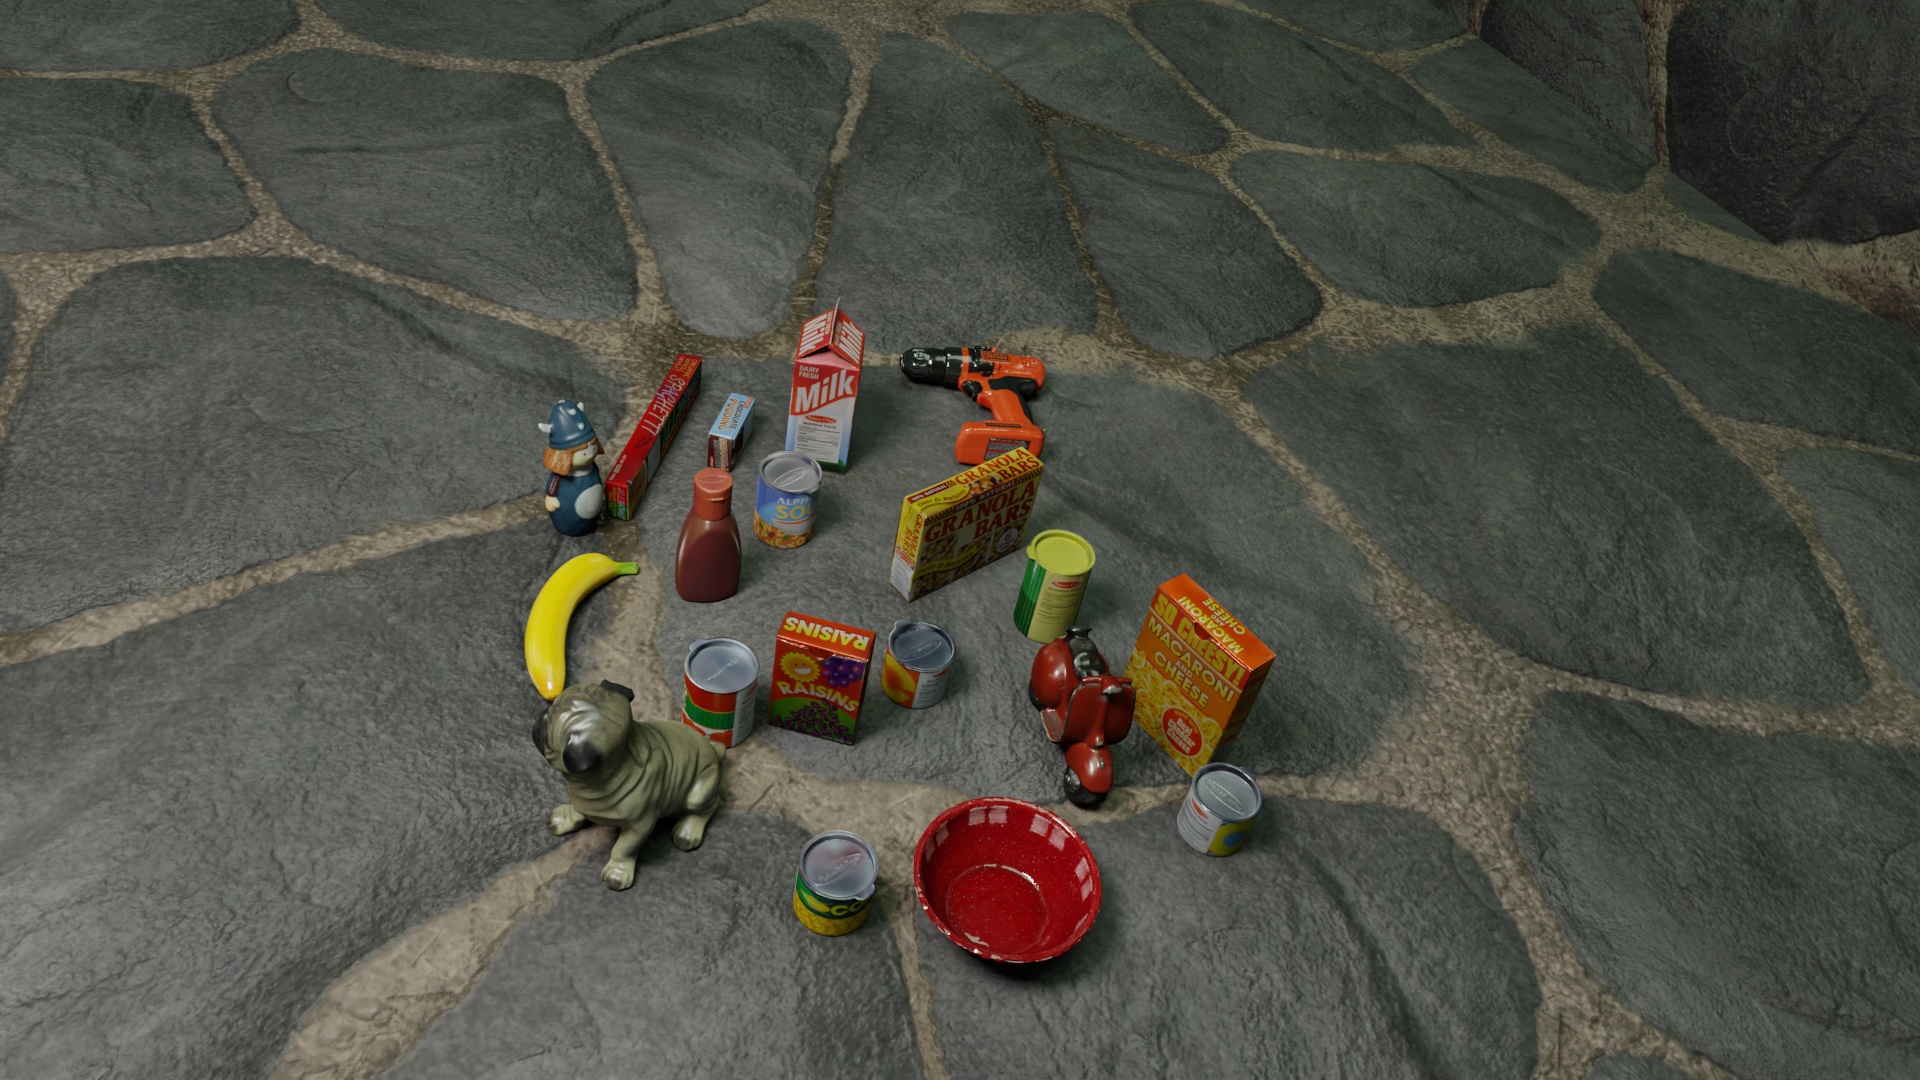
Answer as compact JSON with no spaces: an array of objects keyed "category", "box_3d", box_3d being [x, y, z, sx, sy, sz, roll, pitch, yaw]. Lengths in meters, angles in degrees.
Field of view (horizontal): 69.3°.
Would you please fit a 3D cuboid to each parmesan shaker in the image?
[{"category":"parmesan shaker","box_3d":[0.092,0.048,1.430,0.071,0.102,0.072,7,42,-6]}]

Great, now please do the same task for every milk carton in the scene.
[{"category":"milk carton","box_3d":[-0.149,-0.172,1.544,0.073,0.189,0.073,8,42,-5]}]

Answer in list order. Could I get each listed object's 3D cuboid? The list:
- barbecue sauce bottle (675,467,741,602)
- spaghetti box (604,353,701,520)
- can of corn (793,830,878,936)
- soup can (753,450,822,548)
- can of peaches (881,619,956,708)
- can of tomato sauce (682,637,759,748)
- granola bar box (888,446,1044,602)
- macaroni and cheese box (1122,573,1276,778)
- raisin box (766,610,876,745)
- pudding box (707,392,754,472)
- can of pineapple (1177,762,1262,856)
[{"category":"barbecue sauce bottle","box_3d":[-0.247,-0.004,1.369,0.065,0.147,0.044,-6,45,-20]},{"category":"spaghetti box","box_3d":[-0.338,-0.120,1.545,0.029,0.049,0.251,14,42,1]},{"category":"can of corn","box_3d":[-0.103,0.287,1.155,0.071,0.058,0.071,7,42,-6]},{"category":"soup can","box_3d":[-0.182,-0.041,1.473,0.071,0.083,0.072,7,42,-6]},{"category":"can of peaches","box_3d":[-0.043,0.120,1.352,0.071,0.057,0.071,7,42,-6]},{"category":"can of tomato sauce","box_3d":[-0.221,0.139,1.267,0.071,0.082,0.071,7,42,-6]},{"category":"granola bar box","box_3d":[0.005,-0.018,1.465,0.166,0.123,0.039,-25,54,-34]},{"category":"macaroni and cheese box","box_3d":[0.220,0.133,1.323,0.040,0.165,0.124,-23,53,-33]},{"category":"raisin box","box_3d":[-0.129,0.127,1.274,0.086,0.122,0.040,15,42,2]},{"category":"pudding box","box_3d":[-0.258,-0.123,1.568,0.030,0.049,0.084,14,42,2]},{"category":"can of pineapple","box_3d":[0.240,0.248,1.283,0.071,0.057,0.071,7,42,-6]}]
